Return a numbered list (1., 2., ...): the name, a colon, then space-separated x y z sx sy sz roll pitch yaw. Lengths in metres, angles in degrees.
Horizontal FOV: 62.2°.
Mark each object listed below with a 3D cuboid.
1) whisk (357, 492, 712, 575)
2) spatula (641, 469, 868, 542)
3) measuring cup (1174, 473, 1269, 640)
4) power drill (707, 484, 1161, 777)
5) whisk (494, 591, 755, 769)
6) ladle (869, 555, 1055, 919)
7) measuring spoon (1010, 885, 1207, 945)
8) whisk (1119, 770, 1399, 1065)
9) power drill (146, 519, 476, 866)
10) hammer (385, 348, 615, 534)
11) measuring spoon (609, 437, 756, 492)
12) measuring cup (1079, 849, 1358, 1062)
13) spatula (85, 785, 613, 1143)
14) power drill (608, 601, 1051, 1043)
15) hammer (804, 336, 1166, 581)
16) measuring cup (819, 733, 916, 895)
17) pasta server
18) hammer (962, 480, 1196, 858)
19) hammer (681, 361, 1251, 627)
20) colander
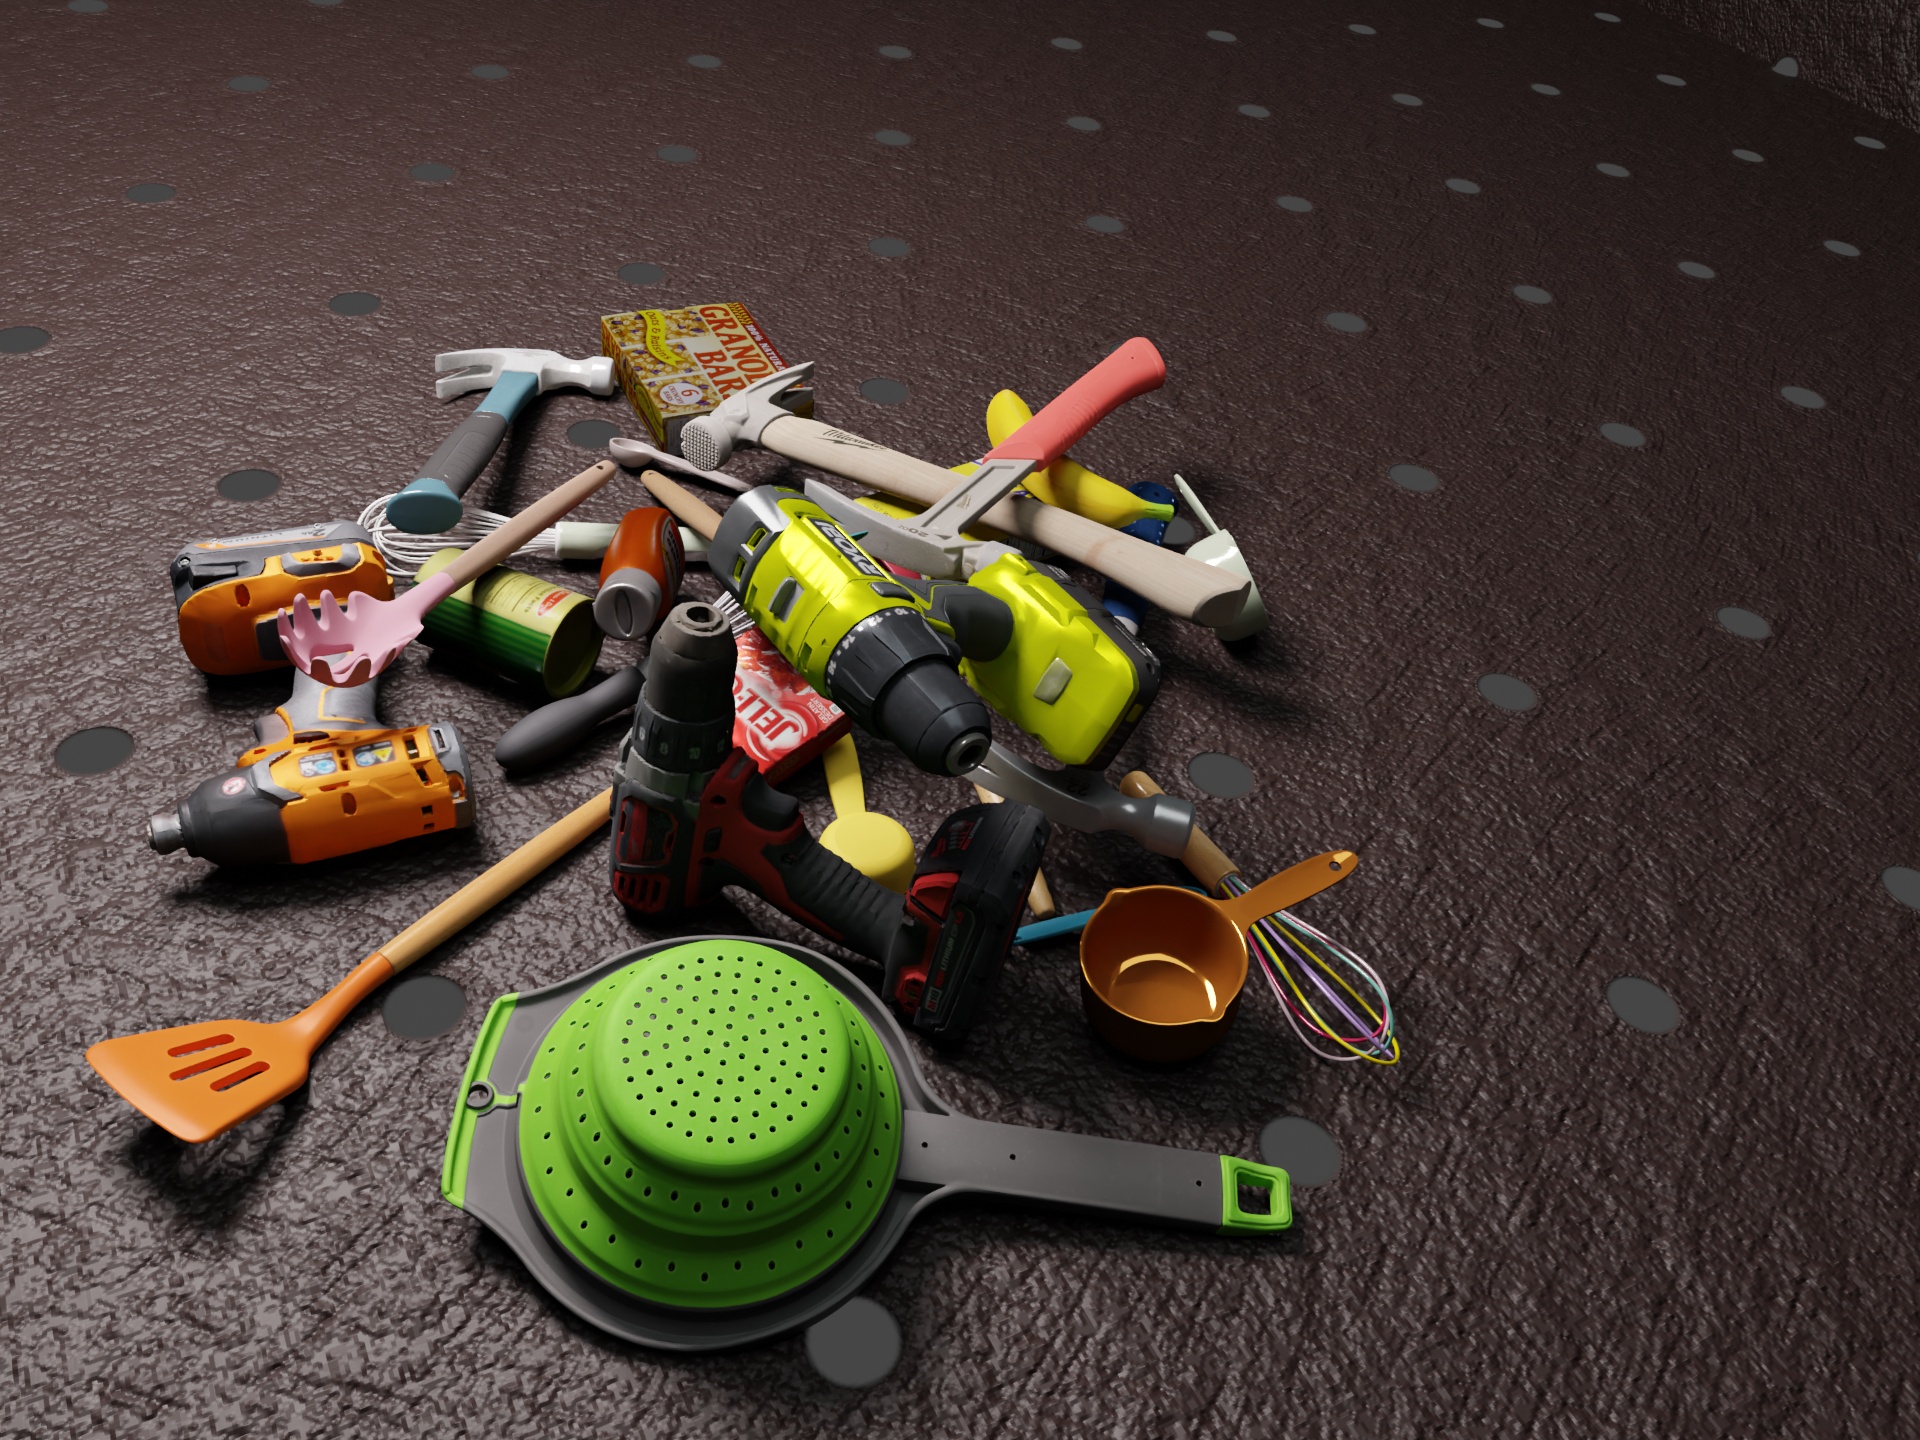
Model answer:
1. whisk: -0.283 -0.123 1.088 0.246 0.058 0.059 1 75 -14
2. spatula: -0.159 -0.135 1.051 0.082 0.044 0.318 -19 29 -22
3. measuring cup: 0.172 -0.122 1.144 0.038 0.083 0.168 -26 45 4
4. power drill: 0.001 -0.033 0.820 0.228 0.080 0.191 8 31 -50
5. whisk: -0.172 -0.043 1.007 0.070 0.070 0.284 37 52 28
6. ladle: -0.002 -0.003 0.997 0.031 0.069 0.316 -24 52 0
7. measuring spoon: 0.079 0.119 0.895 0.128 0.021 0.042 -12 12 -11
8. whisk: 0.163 0.106 0.905 0.047 0.051 0.245 -20 45 -22
9. power drill: -0.385 -0.011 0.909 0.164 0.084 0.227 -13 49 -25
10. hammer: -0.338 -0.207 1.131 0.128 0.033 0.331 5 29 -4
11. measuring spoon: -0.206 -0.184 1.193 0.124 0.018 0.034 20 19 3
12. measuring cup: 0.142 0.121 0.857 0.173 0.052 0.095 -23 50 -21
13. spatula: -0.279 0.106 0.821 0.081 0.041 0.323 28 43 22
14. power drill: -0.073 0.051 0.817 0.227 0.187 0.080 21 36 8
15. hammer: 0.045 -0.195 1.103 0.149 0.036 0.359 23 40 18
16. measuring cup: -0.064 0.044 0.941 0.062 0.029 0.157 -3 42 -14
17. pasta server: -0.291 -0.100 0.954 0.060 0.040 0.316 29 36 5
18. hammer: 0.100 -0.059 1.059 0.144 0.035 0.406 17 36 2
19. hammer: 0.011 -0.158 1.111 0.411 0.038 0.146 23 40 21
20. colander: -0.029 0.180 0.723 0.397 0.094 0.205 9 51 -6
